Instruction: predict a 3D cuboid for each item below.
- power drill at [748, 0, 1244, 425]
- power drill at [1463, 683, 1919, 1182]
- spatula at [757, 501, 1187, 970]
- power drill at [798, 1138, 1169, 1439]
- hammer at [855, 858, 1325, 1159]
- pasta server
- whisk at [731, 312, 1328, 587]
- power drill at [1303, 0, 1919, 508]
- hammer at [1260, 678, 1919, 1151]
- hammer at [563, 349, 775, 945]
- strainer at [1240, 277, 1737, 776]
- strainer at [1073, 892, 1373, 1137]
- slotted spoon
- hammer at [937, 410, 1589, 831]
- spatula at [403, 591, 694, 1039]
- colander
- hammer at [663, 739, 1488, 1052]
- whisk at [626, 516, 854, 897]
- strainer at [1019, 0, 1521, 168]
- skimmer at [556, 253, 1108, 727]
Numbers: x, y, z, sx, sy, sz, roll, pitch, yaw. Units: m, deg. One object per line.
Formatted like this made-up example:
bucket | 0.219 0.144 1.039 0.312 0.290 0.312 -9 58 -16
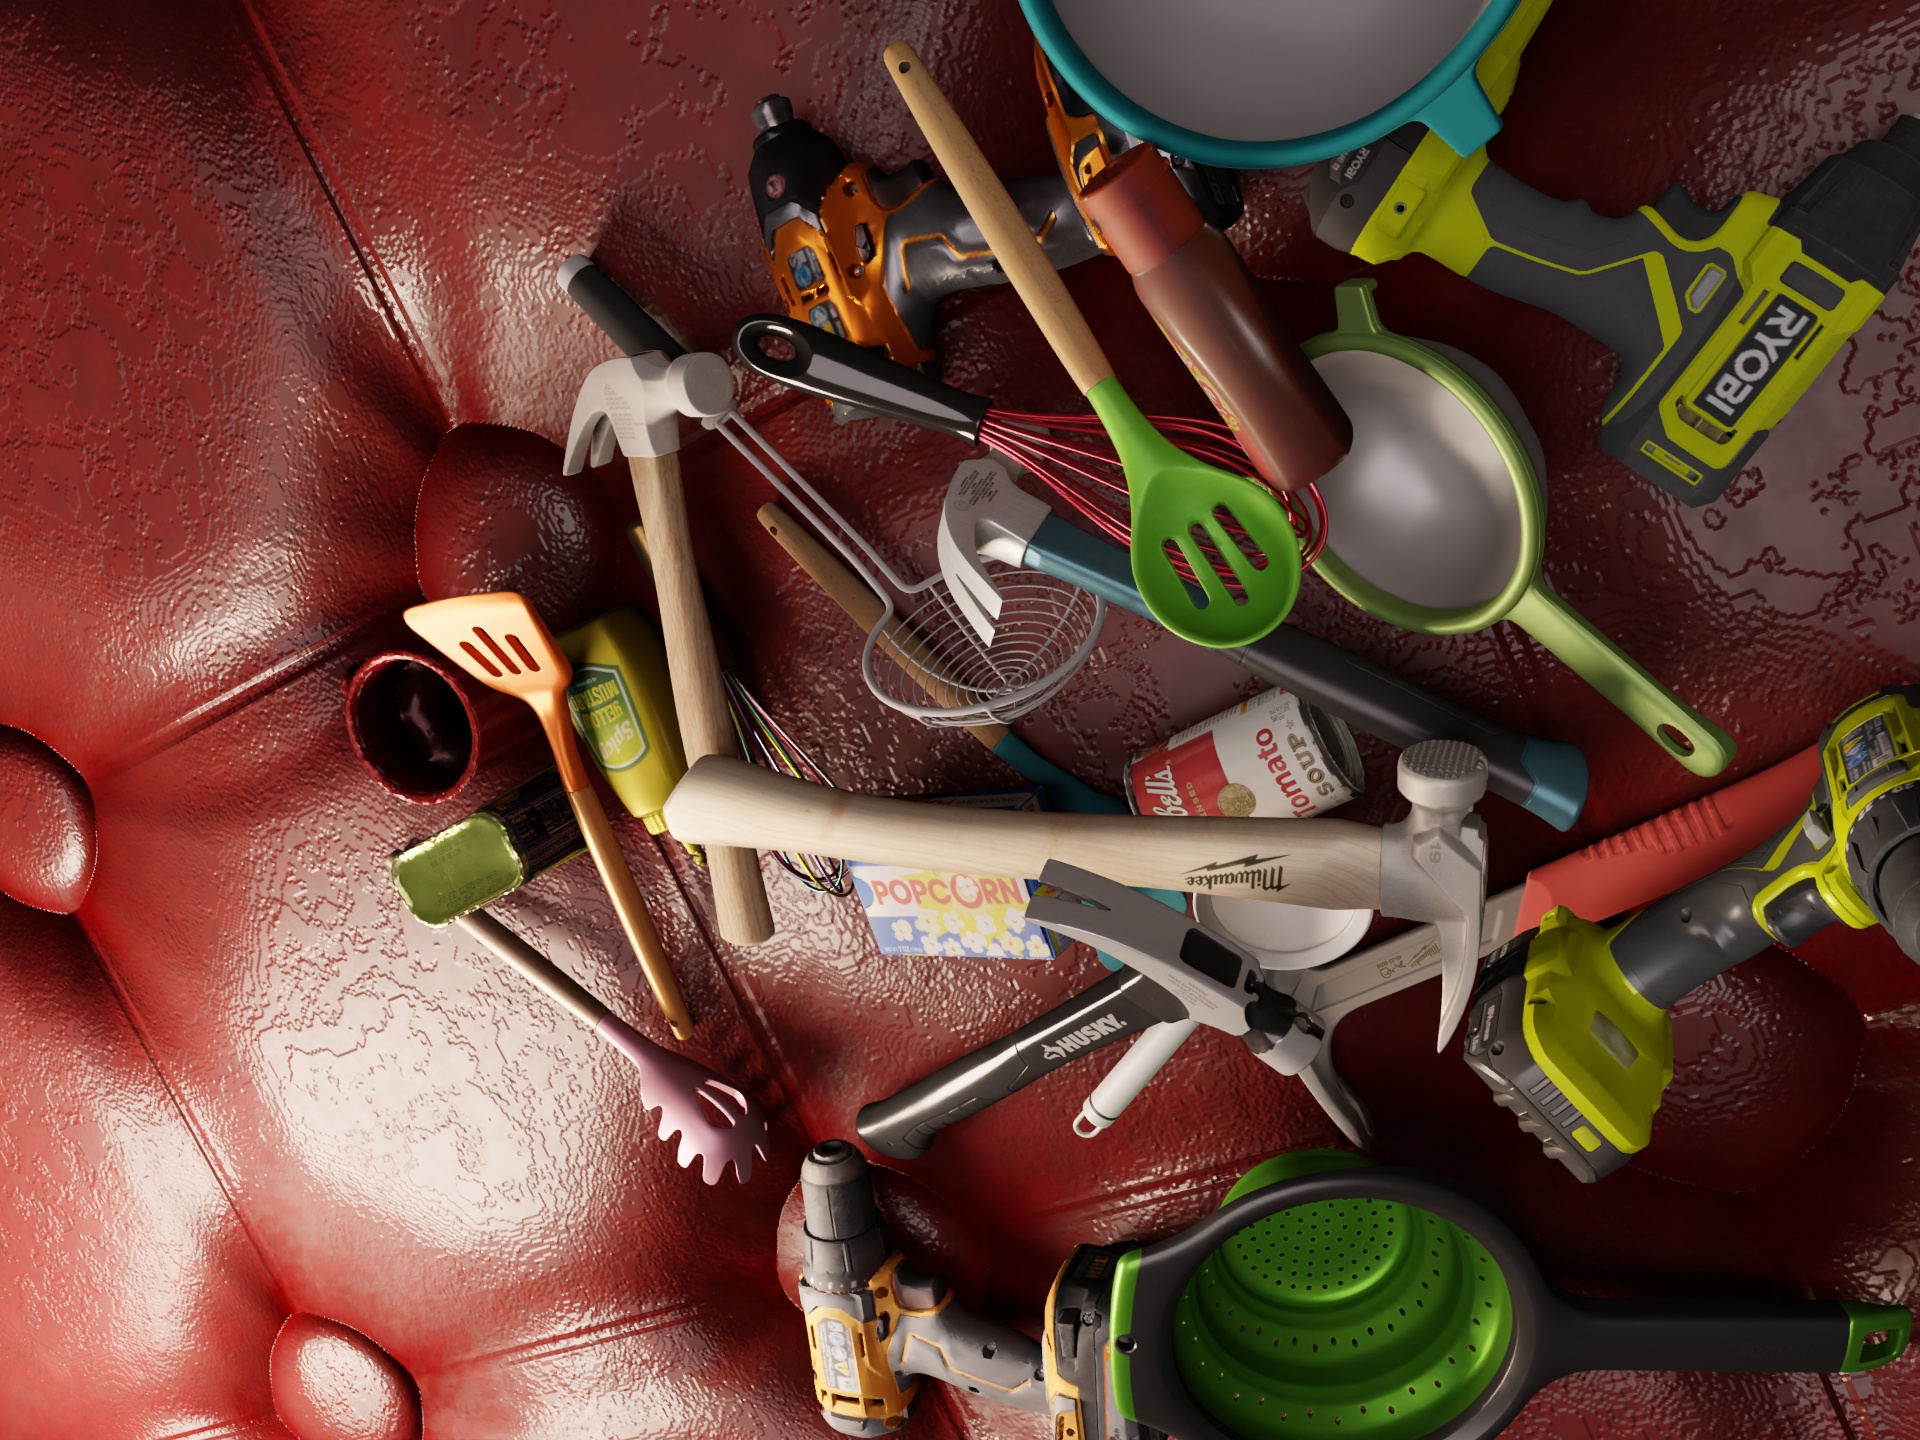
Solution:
power drill | 0.002 -0.258 0.762 0.226 0.084 0.164 -20 98 28
power drill | 0.321 0.091 0.649 0.080 0.190 0.228 46 121 2
spatula | -0.001 -0.003 0.858 0.317 0.044 0.082 44 137 5
power drill | 0.005 0.344 0.944 0.226 0.084 0.185 -1 104 25
hammer | 0.028 0.173 0.833 0.146 0.035 0.334 35 141 -11
pasta server | -0.246 0.179 1.005 0.316 0.060 0.040 34 133 15
whisk | 0.029 -0.133 0.743 0.296 0.073 0.073 21 112 7
power drill | 0.276 -0.220 0.674 0.223 0.080 0.171 35 110 4
hammer | 0.312 0.087 0.773 0.359 0.037 0.149 -29 94 26
hammer | -0.146 -0.032 0.863 0.130 0.031 0.331 11 116 45
strainer | 0.247 -0.082 0.702 0.256 0.069 0.151 45 154 15
strainer | 0.126 0.134 0.817 0.087 0.050 0.258 28 120 -9
slotted spoon | 0.050 -0.169 0.695 0.070 0.031 0.314 -32 83 13
hammer | 0.139 -0.039 0.754 0.331 0.128 0.033 27 143 10
spatula | -0.218 0.063 0.923 0.081 0.041 0.322 -7 118 21
colander | 0.275 0.294 0.831 0.397 0.094 0.204 0 111 2
hammer | 0.042 0.069 0.778 0.411 0.038 0.146 4 117 22
whisk | -0.124 -0.007 0.907 0.051 0.047 0.245 -30 88 54
strainer | 0.068 -0.340 0.636 0.340 0.095 0.210 11 119 21
skimmer | -0.081 -0.135 0.823 0.363 0.127 0.090 45 157 8
